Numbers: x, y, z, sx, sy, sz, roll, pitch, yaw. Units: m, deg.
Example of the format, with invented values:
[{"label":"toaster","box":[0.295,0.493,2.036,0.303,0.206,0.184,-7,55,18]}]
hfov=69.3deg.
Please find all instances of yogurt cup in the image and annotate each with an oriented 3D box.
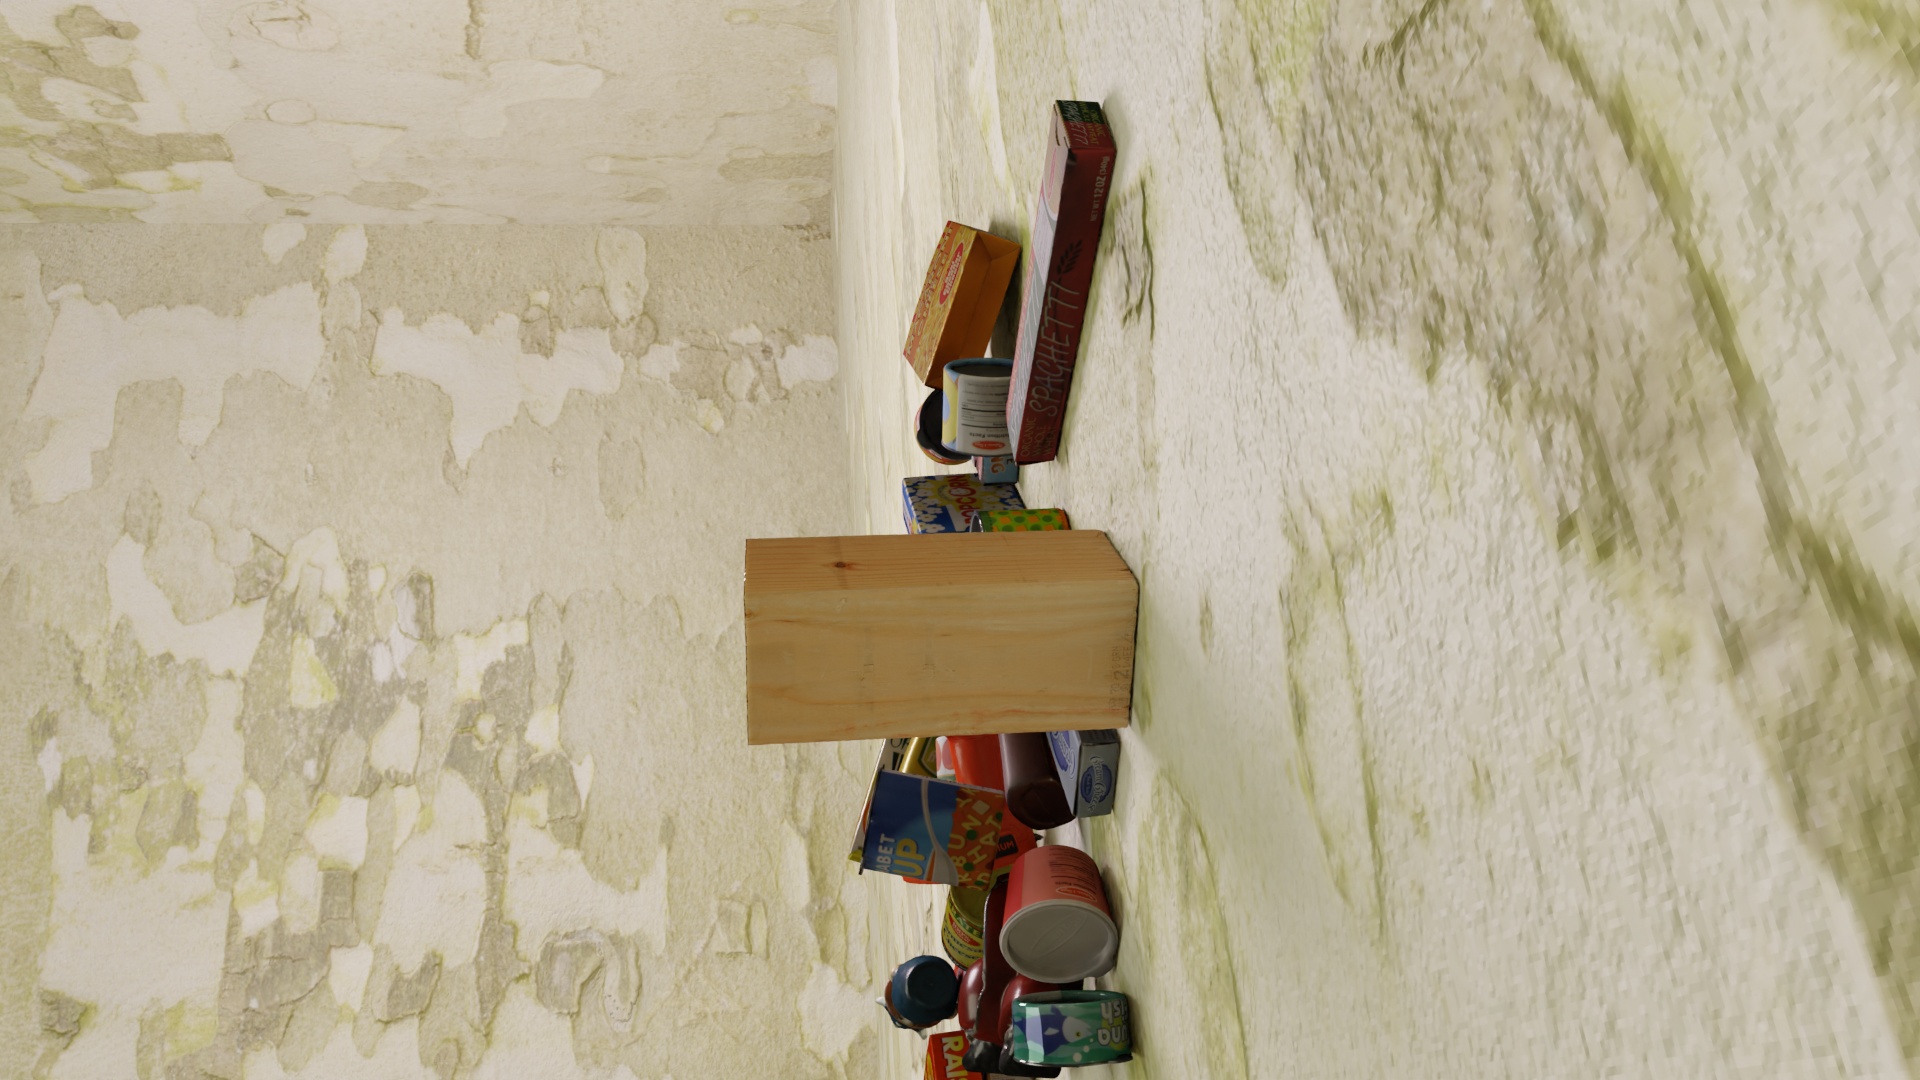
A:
[{"label":"yogurt cup","box":[0.057,0.217,0.818,0.054,0.072,0.072,-90,3,-57]}]

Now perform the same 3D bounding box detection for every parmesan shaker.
[{"label":"parmesan shaker","box":[0.023,0.288,1.069,0.102,0.071,0.071,98,167,-53]}]

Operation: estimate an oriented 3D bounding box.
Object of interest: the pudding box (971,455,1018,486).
[{"label":"pudding box","box":[0.028,-0.090,1.075,0.050,0.030,0.083,-111,20,-63]}]

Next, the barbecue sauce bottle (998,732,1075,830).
[{"label":"barbecue sauce bottle","box":[0.045,0.115,0.928,0.064,0.043,0.149,62,-165,-44]}]

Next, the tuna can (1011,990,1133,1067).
[{"label":"tuna can","box":[0.064,0.272,0.775,0.071,0.071,0.033,123,145,-76]}]

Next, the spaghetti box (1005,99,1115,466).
[{"label":"spaghetti box","box":[0.057,-0.149,0.856,0.248,0.029,0.050,98,168,-48]}]

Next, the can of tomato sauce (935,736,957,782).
[{"label":"can of tomato sauce","box":[0.014,0.196,1.095,0.071,0.071,0.083,120,148,-75]}]

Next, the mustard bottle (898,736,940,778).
[{"label":"mustard bottle","box":[-0.021,0.195,1.148,0.161,0.065,0.048,-63,1,-24]}]

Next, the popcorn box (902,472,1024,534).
[{"label":"popcorn box","box":[0.004,-0.013,1.061,0.127,0.085,0.038,-112,20,-66]}]

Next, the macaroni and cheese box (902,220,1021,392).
[{"label":"macaroni and cheese box","box":[-0.003,-0.190,1.115,0.167,0.040,0.123,-119,47,-72]}]

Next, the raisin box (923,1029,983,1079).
[{"label":"raisin box","box":[-0.004,0.453,1.095,0.122,0.040,0.086,95,169,-46]}]

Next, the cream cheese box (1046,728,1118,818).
[{"label":"cream cheese box","box":[0.070,0.112,0.834,0.104,0.024,0.053,-106,16,-60]}]

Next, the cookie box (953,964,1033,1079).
[{"label":"cookie box","box":[0.027,0.411,1.147,0.122,0.040,0.168,98,166,-53]}]

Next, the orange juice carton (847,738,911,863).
[{"label":"orange juice carton","box":[-0.038,0.197,1.234,0.073,0.072,0.193,115,173,-73]}]

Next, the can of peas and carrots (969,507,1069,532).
[{"label":"can of peas and carrots","box":[0.039,0.013,0.911,0.071,0.059,0.071,180,88,-82]}]

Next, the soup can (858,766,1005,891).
[{"label":"soup can","box":[-0.018,0.189,0.896,0.071,0.084,0.071,-4,-76,-89]}]

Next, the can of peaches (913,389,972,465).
[{"label":"can of peaches","box":[-0.007,-0.097,1.175,0.058,0.071,0.071,170,98,-83]}]

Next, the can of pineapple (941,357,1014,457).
[{"label":"can of pineapple","box":[0.020,-0.097,1.001,0.071,0.071,0.057,-112,22,-68]}]
